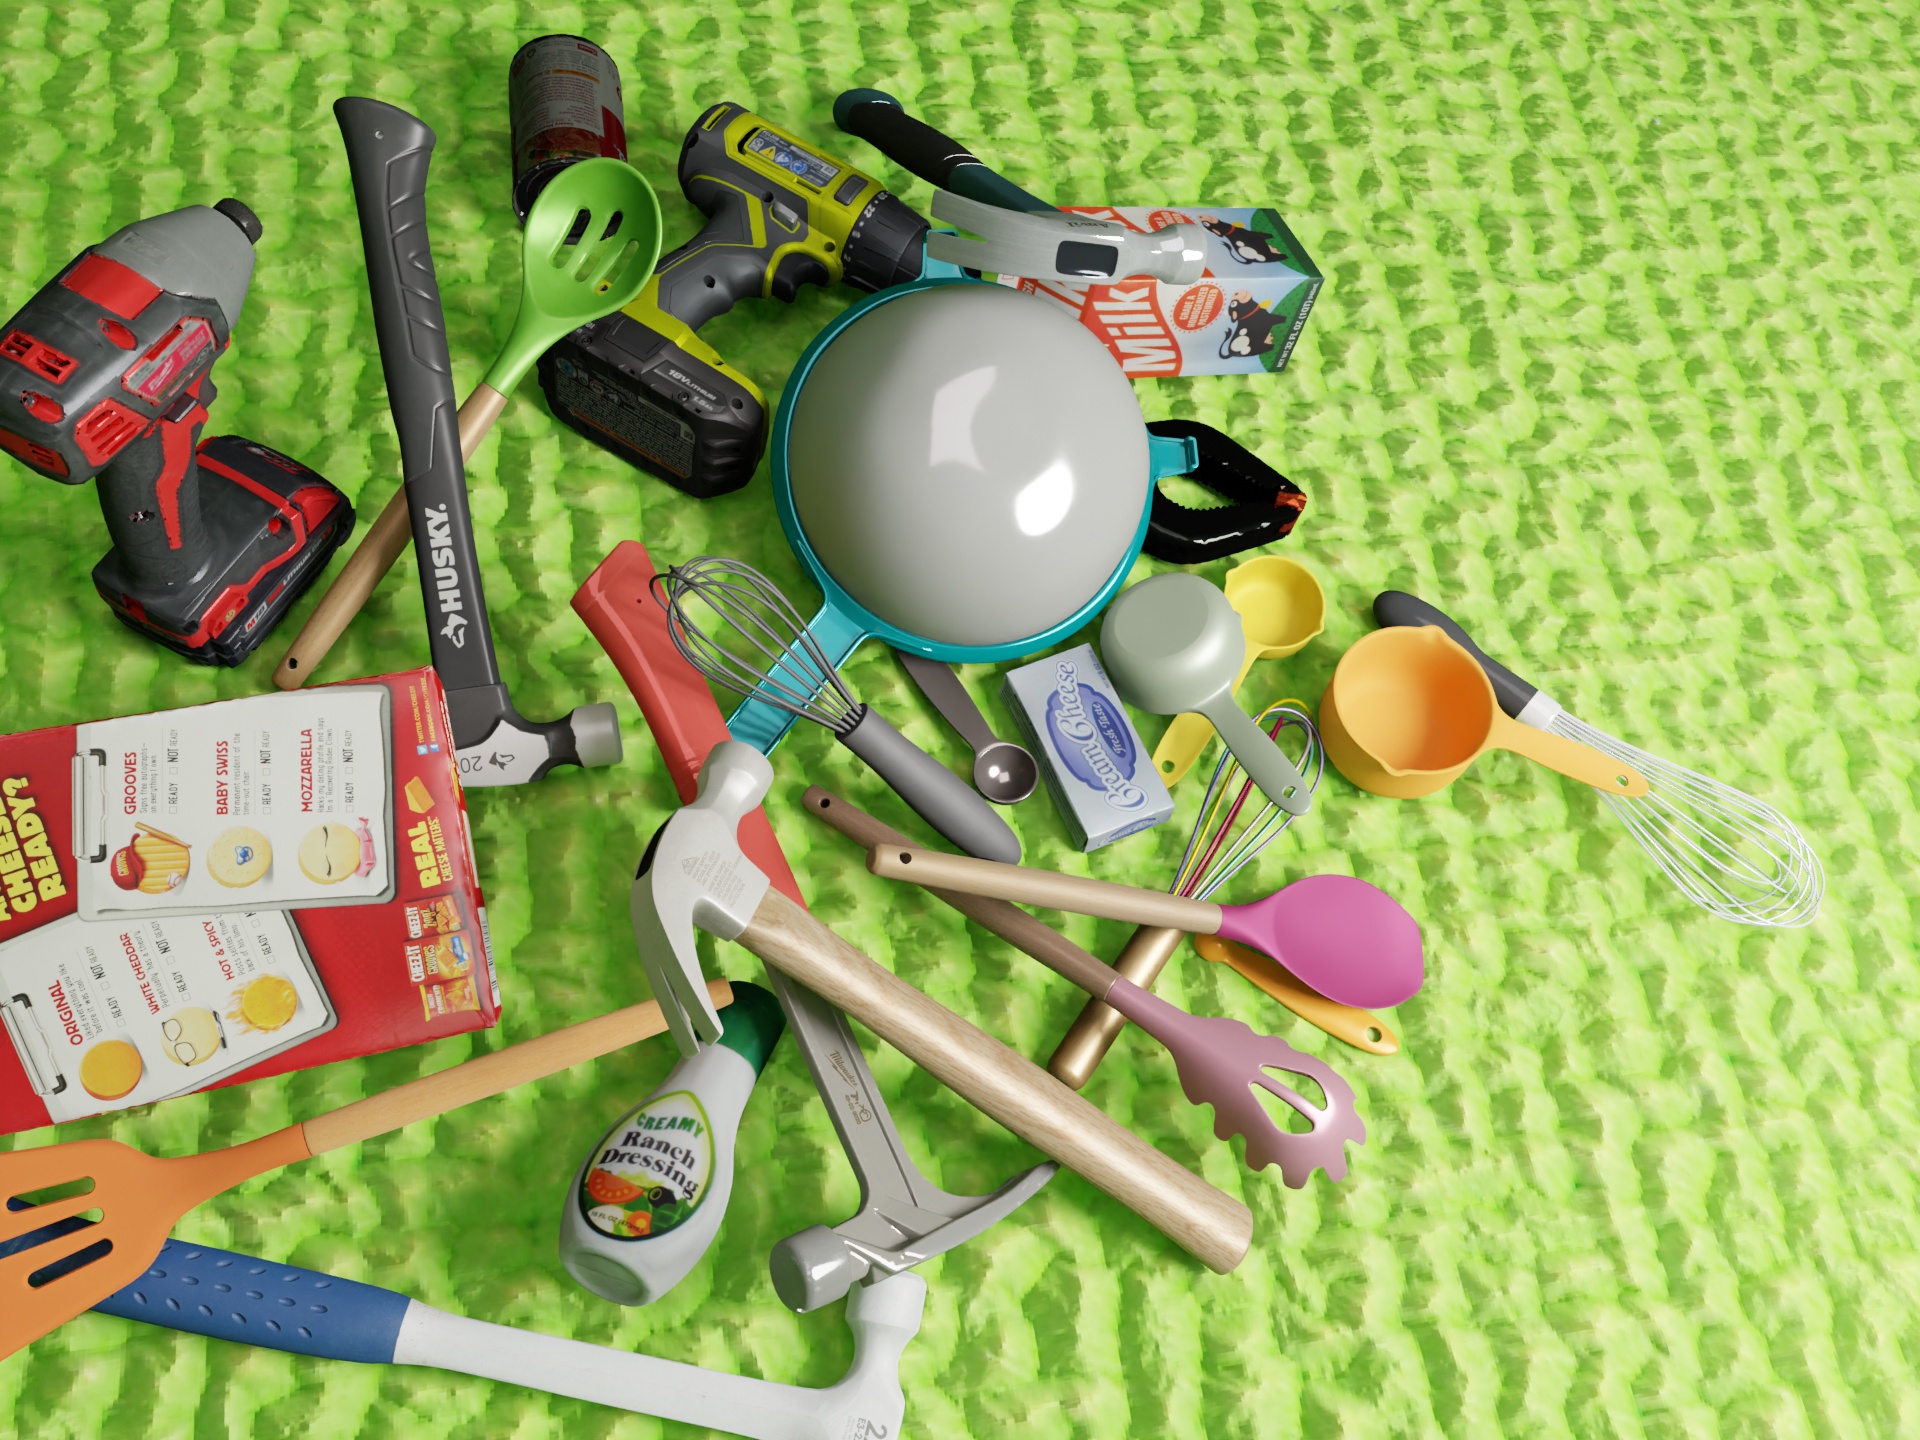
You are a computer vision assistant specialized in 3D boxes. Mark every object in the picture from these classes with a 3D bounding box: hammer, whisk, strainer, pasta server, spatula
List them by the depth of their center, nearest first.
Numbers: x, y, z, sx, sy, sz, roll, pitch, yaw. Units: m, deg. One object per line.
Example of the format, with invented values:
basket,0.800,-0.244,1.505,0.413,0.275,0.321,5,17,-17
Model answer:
hammer,-0.224,0.263,0.663,0.405,0.035,0.144,14,63,-3
spatula,-0.248,0.167,0.663,0.322,0.041,0.081,-18,83,-18
hammer,-0.001,0.149,0.702,0.331,0.031,0.130,37,46,-13
hammer,-0.085,0.075,0.735,0.149,0.036,0.359,-13,70,-42
whisk,-0.054,0.003,0.764,0.238,0.055,0.055,41,60,-25
pasta server,0.051,0.117,0.764,0.316,0.040,0.060,31,71,20
hammer,-0.262,-0.131,0.770,0.146,0.035,0.335,-9,93,-9
strainer,-0.026,-0.090,0.800,0.211,0.095,0.340,40,76,-7
whisk,0.115,0.082,0.809,0.051,0.047,0.245,27,65,25
whisk,0.345,0.017,0.876,0.285,0.070,0.070,39,64,15
hammer,0.002,-0.305,0.889,0.128,0.033,0.331,-6,33,-23

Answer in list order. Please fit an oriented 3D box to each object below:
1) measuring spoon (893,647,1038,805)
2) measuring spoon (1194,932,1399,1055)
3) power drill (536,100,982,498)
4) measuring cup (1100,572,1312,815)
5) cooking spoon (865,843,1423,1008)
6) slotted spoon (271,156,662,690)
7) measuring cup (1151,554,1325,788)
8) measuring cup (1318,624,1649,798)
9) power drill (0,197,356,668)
measuring spoon,-0.001,-0.003,0.847,0.034,0.018,0.124,-29,66,-17
measuring spoon,0.172,0.137,0.809,0.117,0.011,0.021,30,63,5
power drill,-0.112,-0.238,0.905,0.190,0.080,0.229,30,61,5
measuring cup,0.130,-0.016,0.823,0.083,0.038,0.168,-33,49,0
cooking spoon,0.101,0.092,0.766,0.318,0.017,0.069,13,66,-25
slotted spoon,-0.252,-0.147,0.802,0.070,0.031,0.314,34,86,0
measuring cup,0.146,-0.023,0.880,0.062,0.029,0.156,33,75,9
measuring cup,0.278,0.014,0.859,0.173,0.052,0.095,21,65,4
power drill,-0.353,-0.130,0.726,0.078,0.219,0.143,27,63,3
